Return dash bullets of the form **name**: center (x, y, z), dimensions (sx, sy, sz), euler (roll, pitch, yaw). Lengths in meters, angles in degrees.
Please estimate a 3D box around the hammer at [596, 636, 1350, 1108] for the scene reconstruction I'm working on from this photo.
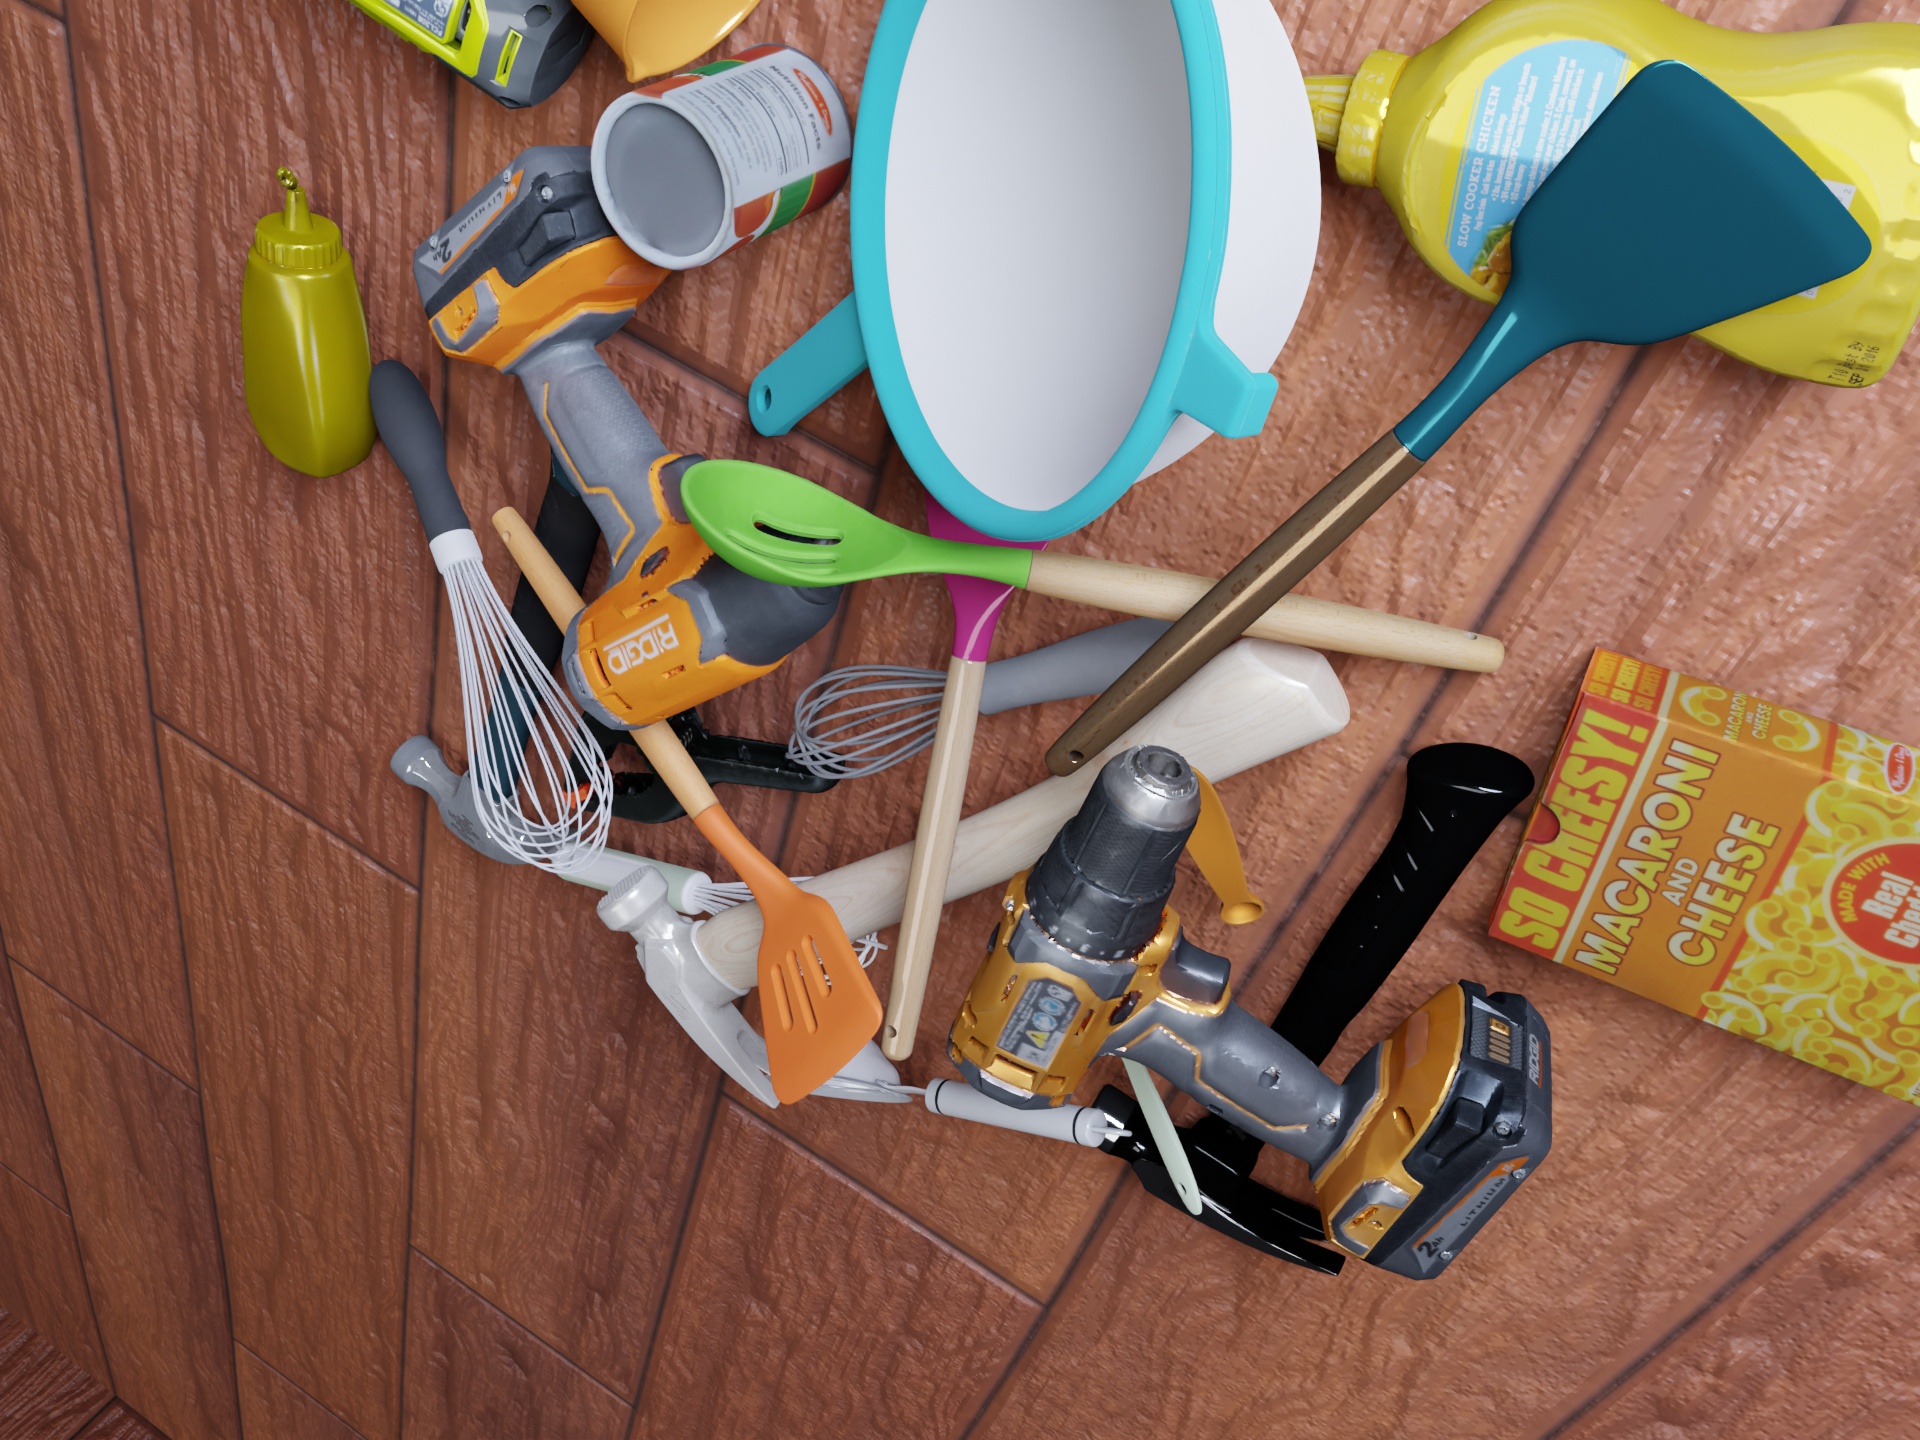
- **hammer**: center (0.000, 0.073, 0.739), dimensions (0.410, 0.038, 0.146), euler (-27, 105, 35)

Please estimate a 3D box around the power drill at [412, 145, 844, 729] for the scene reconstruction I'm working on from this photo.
- **power drill**: center (-0.132, -0.121, 0.674), dimensions (0.164, 0.084, 0.226), euler (-19, 93, 41)

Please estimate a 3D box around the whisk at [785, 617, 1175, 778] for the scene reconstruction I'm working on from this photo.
- **whisk**: center (0.013, -0.014, 0.719), dimensions (0.239, 0.055, 0.055), euler (-13, 113, 34)

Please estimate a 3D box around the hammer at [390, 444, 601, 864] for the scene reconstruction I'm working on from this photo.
- **hammer**: center (-0.237, -0.036, 0.869), dimensions (0.128, 0.033, 0.330), euler (40, 133, 10)

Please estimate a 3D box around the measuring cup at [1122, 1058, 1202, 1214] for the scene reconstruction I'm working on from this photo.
- **measuring cup**: center (0.067, 0.167, 0.768), dimensions (0.168, 0.038, 0.083), euler (65, 156, 8)

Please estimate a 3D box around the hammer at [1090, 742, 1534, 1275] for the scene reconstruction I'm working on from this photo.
- **hammer**: center (0.168, 0.136, 0.726), dimensions (0.146, 0.035, 0.334), euler (31, 133, 12)

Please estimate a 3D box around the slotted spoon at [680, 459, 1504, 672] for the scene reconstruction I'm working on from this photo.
- **slotted spoon**: center (0.051, -0.050, 0.596), dimensions (0.313, 0.070, 0.031), euler (10, 125, -3)

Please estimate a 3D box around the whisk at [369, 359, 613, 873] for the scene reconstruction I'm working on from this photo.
- **whisk**: center (-0.241, -0.055, 0.798), dimensions (0.070, 0.070, 0.285), euler (-32, 77, 43)

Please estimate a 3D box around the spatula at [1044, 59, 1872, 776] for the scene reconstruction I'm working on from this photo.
- **spatula**: center (0.126, -0.069, 0.519), dimensions (0.082, 0.044, 0.317), euler (36, 126, -13)

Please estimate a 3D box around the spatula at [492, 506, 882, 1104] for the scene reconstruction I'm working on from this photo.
- **spatula**: center (-0.139, 0.026, 0.750), dimensions (0.081, 0.041, 0.323), euler (-44, 76, 31)

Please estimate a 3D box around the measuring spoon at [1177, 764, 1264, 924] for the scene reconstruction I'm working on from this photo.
- **measuring spoon**: center (0.106, 0.051, 0.664), dimensions (0.021, 0.011, 0.116), euler (-17, 136, 13)

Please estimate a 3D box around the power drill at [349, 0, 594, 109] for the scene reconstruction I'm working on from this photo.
- **power drill**: center (-0.199, -0.363, 0.569), dimensions (0.190, 0.080, 0.228), euler (33, 135, -8)

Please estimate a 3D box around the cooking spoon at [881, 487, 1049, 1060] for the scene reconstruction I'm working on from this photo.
- **cooking spoon**: center (-0.001, -0.002, 0.675), dimensions (0.069, 0.017, 0.319), euler (17, 105, 26)

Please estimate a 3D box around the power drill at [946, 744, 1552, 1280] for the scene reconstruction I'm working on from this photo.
- **power drill**: center (0.122, 0.116, 0.644), dimensions (0.226, 0.084, 0.185), euler (24, 127, 3)

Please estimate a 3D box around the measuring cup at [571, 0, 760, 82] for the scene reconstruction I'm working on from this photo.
- **measuring cup**: center (-0.115, -0.275, 0.532), dimensions (0.095, 0.173, 0.052), euler (-42, 89, 18)

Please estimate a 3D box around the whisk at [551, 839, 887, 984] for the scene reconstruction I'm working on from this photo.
- **whisk**: center (-0.143, 0.100, 0.899), dimensions (0.246, 0.058, 0.059), euler (9, 169, 33)

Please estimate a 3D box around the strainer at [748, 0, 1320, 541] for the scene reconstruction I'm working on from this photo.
- **strainer**: center (0.020, -0.160, 0.580), dimensions (0.340, 0.095, 0.211), euler (-13, 85, 62)

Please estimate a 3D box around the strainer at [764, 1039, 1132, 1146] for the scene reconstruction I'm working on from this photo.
- **strainer**: center (-0.015, 0.203, 0.873), dimensions (0.258, 0.050, 0.086), euler (1, 160, 39)
